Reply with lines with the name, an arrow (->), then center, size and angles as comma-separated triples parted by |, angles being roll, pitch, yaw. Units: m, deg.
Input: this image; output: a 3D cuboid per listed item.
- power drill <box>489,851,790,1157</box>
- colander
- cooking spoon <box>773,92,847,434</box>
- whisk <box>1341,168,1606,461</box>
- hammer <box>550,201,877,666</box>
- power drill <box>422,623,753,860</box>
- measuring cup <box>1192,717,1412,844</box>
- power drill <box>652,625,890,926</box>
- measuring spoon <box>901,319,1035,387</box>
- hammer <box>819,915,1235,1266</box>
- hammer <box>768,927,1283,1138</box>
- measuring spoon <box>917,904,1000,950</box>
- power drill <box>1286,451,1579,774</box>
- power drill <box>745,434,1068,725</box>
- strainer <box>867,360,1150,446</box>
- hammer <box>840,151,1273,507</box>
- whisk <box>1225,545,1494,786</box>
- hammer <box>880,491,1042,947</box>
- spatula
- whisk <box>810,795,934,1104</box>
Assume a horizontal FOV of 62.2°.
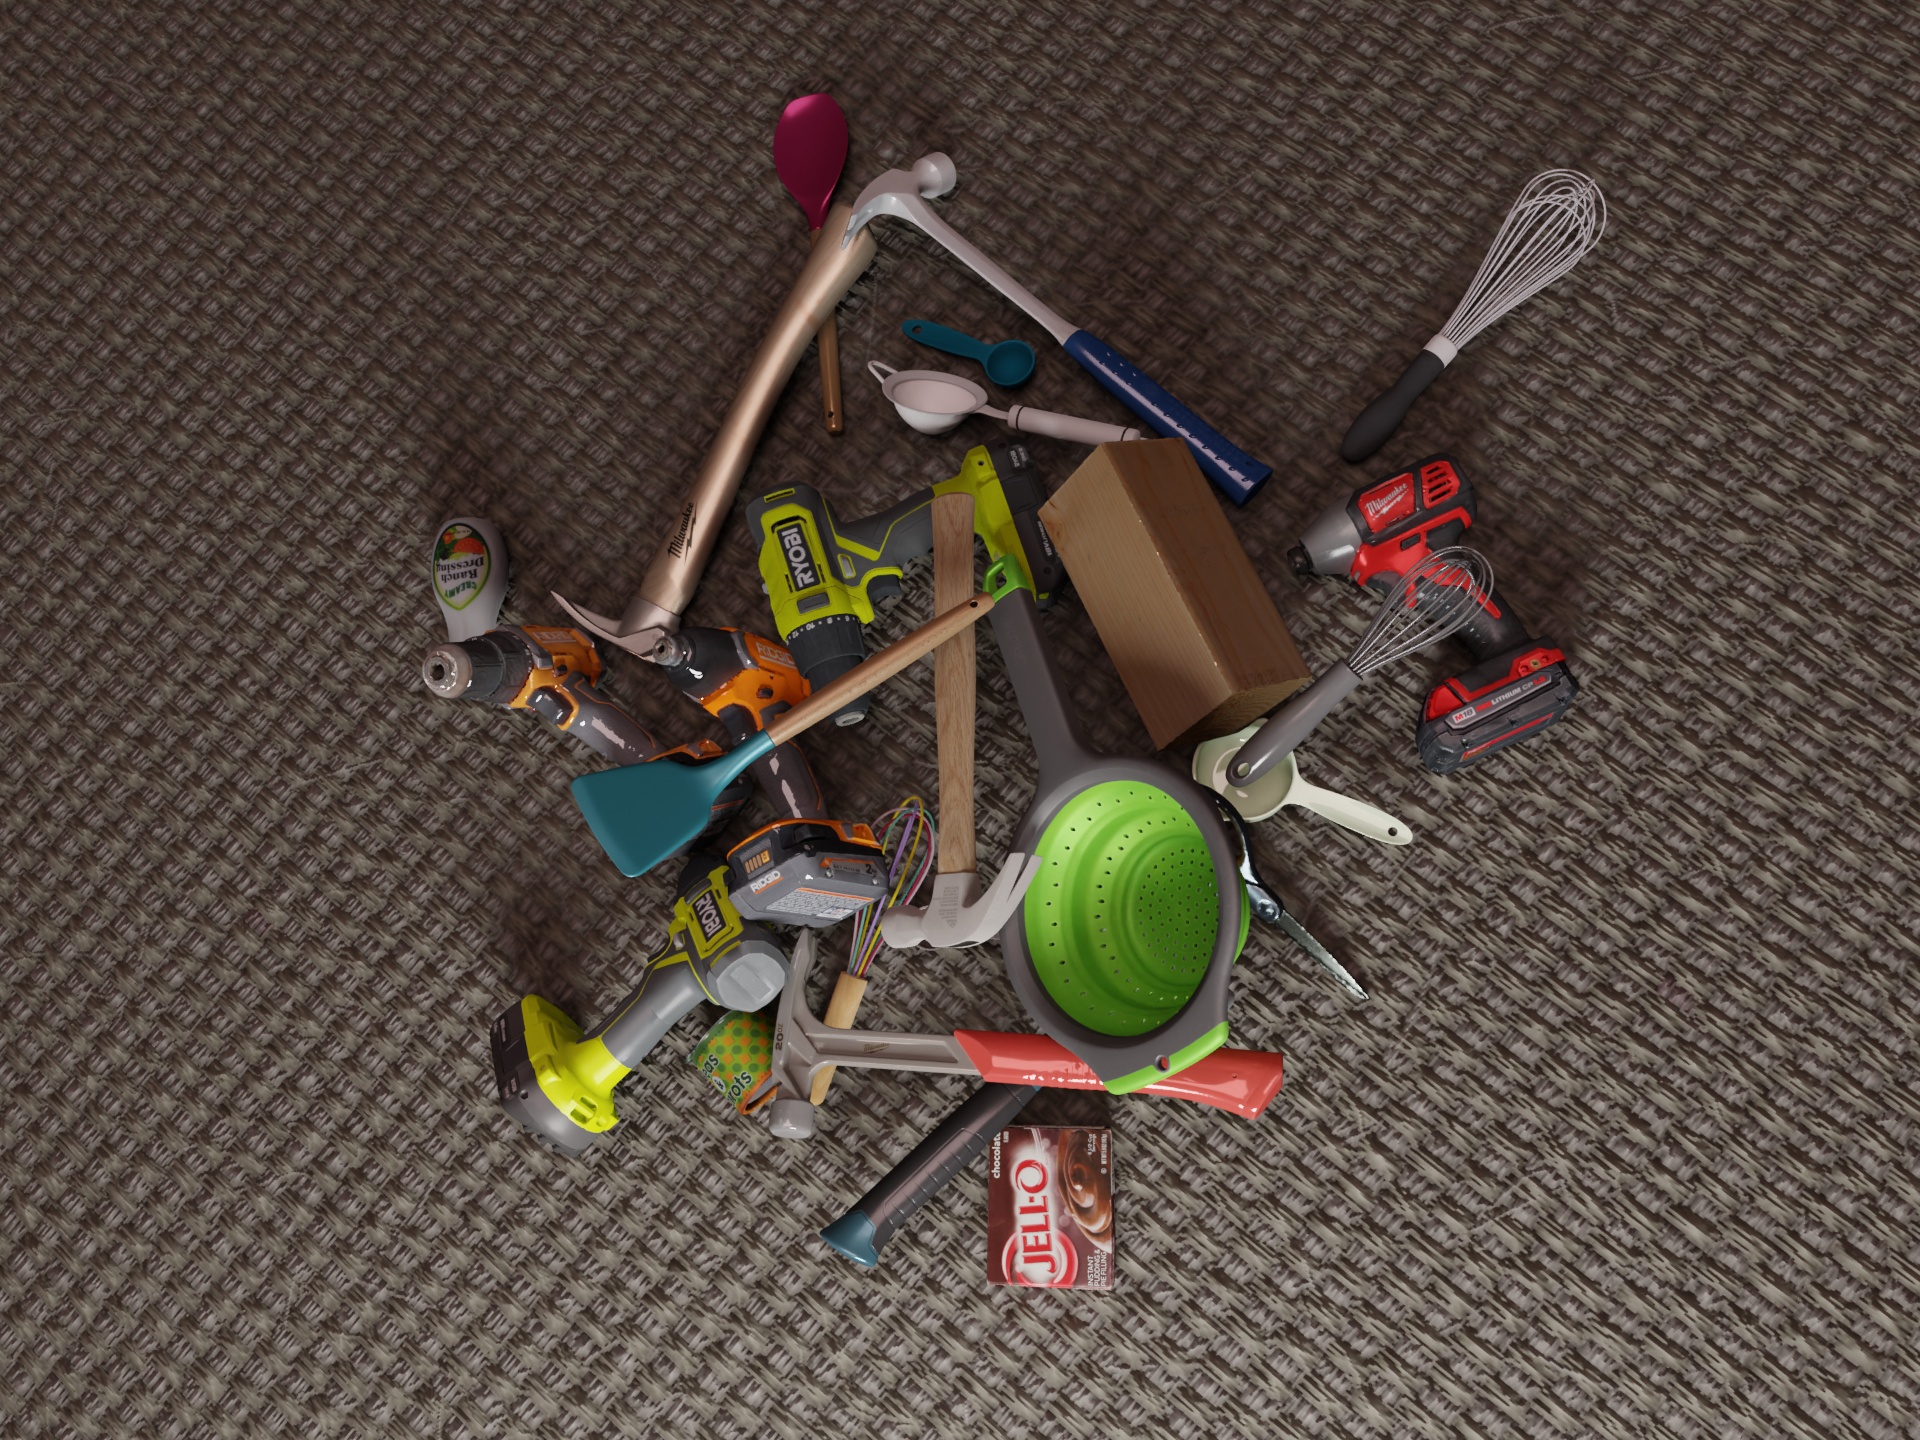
power drill -> -0.240, 0.203, 1.191 | 0.223, 0.080, 0.171 | -40, 33, 0
colander -> 0.107, 0.058, 1.122 | 0.204, 0.094, 0.397 | -36, 60, 35
cooking spoon -> -0.119, -0.392, 1.356 | 0.069, 0.017, 0.319 | -9, 76, 13
whisk -> 0.392, -0.311, 1.231 | 0.070, 0.070, 0.284 | 42, 92, 16
hammer -> -0.188, -0.243, 1.313 | 0.146, 0.038, 0.410 | 25, 87, 16
power drill -> -0.287, 0.008, 1.212 | 0.226, 0.185, 0.084 | 41, 105, 13
measuring cup -> 0.253, 0.057, 1.181 | 0.167, 0.038, 0.083 | 23, 83, 12
power drill -> -0.147, 0.032, 1.177 | 0.084, 0.164, 0.227 | -31, 65, 22
measuring spoon -> 0.007, -0.305, 1.318 | 0.129, 0.021, 0.042 | 25, 79, 23
hammer -> 0.036, 0.267, 1.141 | 0.331, 0.033, 0.128 | -41, 62, -11
hammer -> 0.044, 0.229, 1.121 | 0.359, 0.036, 0.149 | 1, 64, 12
measuring spoon -> 0.022, 0.158, 1.213 | 0.124, 0.018, 0.034 | -1, 78, 3
power drill -> 0.345, -0.080, 1.176 | 0.143, 0.078, 0.220 | -25, 72, 4
power drill -> -0.036, -0.113, 1.231 | 0.228, 0.080, 0.191 | -18, 77, -3
strainer -> 0.038, -0.240, 1.263 | 0.258, 0.087, 0.050 | 17, 125, 24
hammer -> 0.078, -0.309, 1.271 | 0.405, 0.035, 0.144 | 42, 51, 11
whisk -> 0.279, -0.033, 1.129 | 0.239, 0.055, 0.055 | -45, 73, 17
hammer -> -0.002, -0.004, 1.147 | 0.130, 0.031, 0.331 | -10, 76, 42
spatula -> -0.110, -0.005, 1.095 | 0.317, 0.044, 0.082 | -33, 72, -8
whisk -> -0.074, 0.174, 1.215 | 0.047, 0.051, 0.245 | 17, 85, 34
